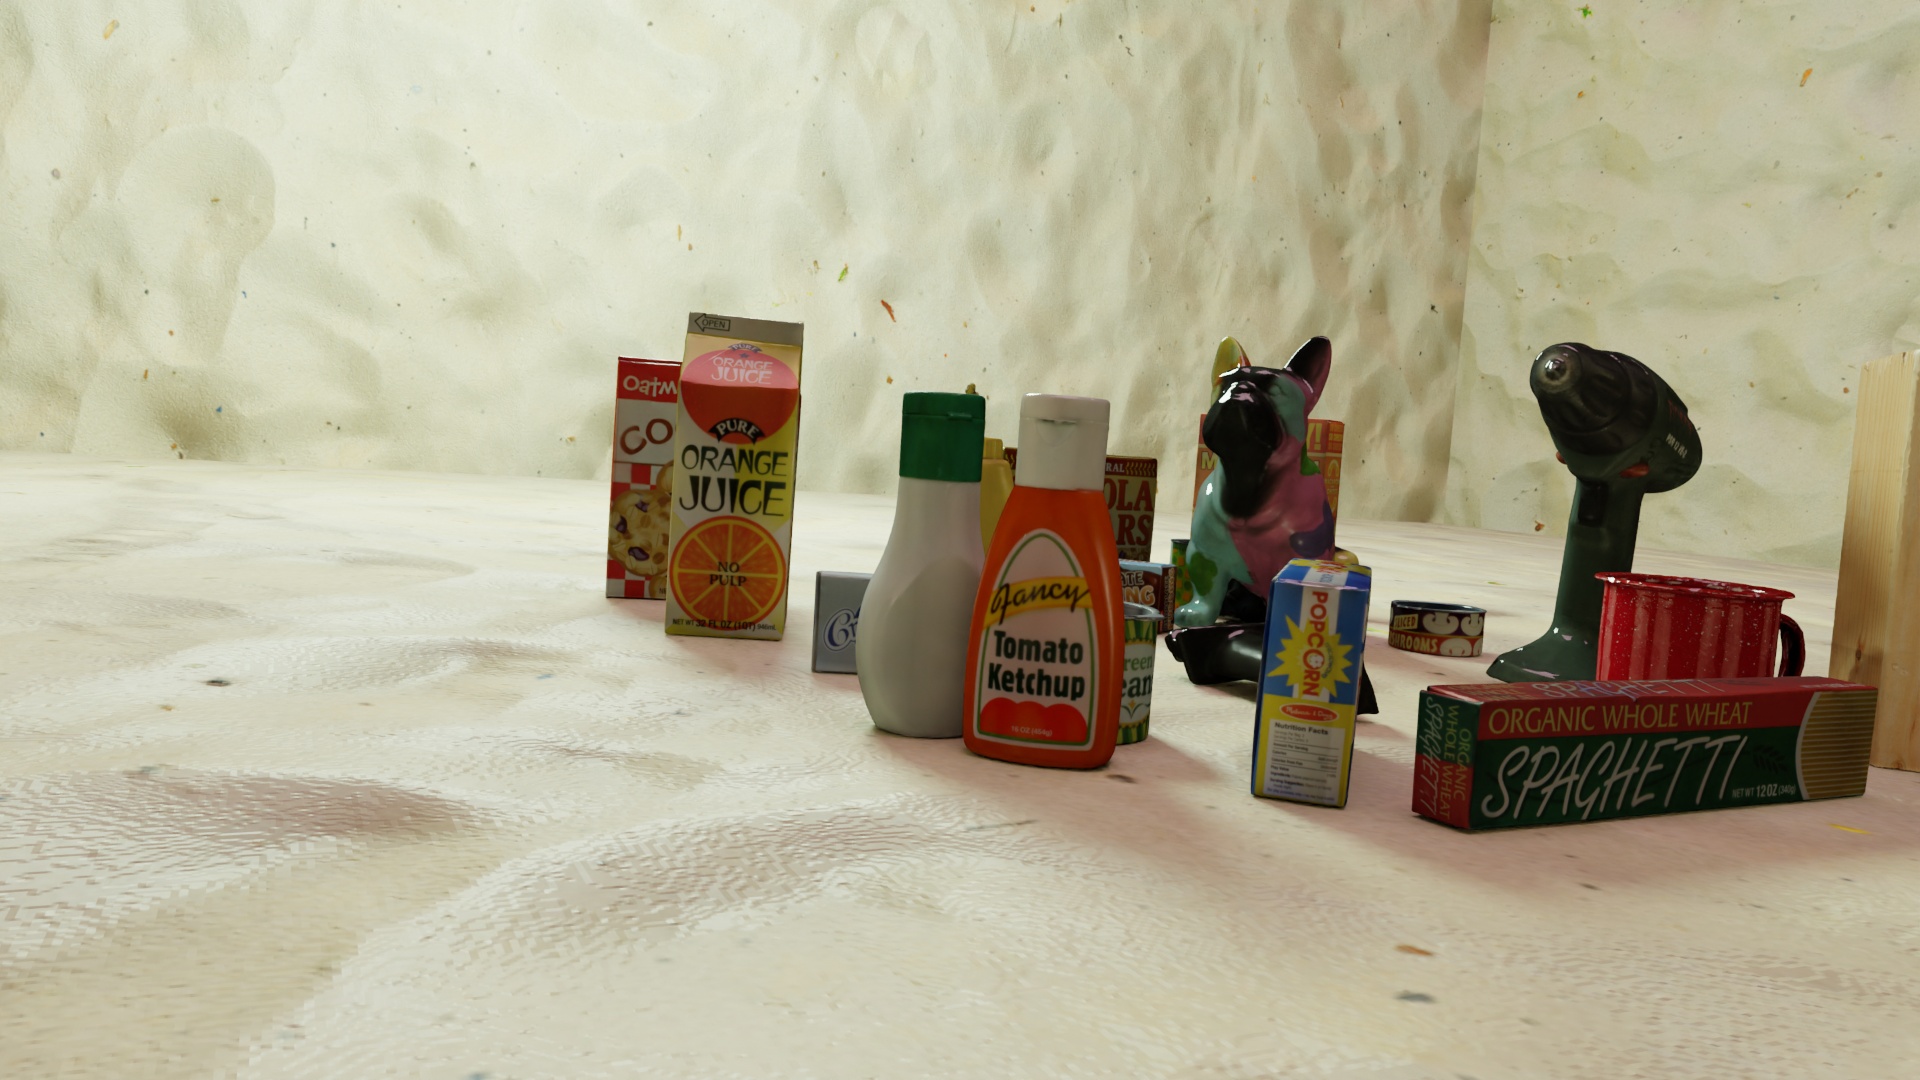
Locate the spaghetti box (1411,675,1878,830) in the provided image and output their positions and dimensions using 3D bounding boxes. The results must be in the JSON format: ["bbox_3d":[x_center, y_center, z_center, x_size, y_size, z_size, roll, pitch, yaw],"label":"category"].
[{"bbox_3d":[0.285,0.083,0.564,0.250,0.050,0.028,2,4,-28],"label":"spaghetti box"}]

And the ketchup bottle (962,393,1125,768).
[{"bbox_3d":[0.037,0.015,0.568,0.065,0.148,0.043,5,4,15],"label":"ketchup bottle"}]

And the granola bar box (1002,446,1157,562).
[{"bbox_3d":[0.081,-0.008,1.088,0.166,0.124,0.039,1,5,-39],"label":"granola bar box"}]

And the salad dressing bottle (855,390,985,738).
[{"bbox_3d":[-0.011,0.009,0.606,0.064,0.147,0.044,3,4,-23],"label":"salad dressing bottle"}]

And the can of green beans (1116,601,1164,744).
[{"bbox_3d":[0.055,0.058,0.630,0.071,0.057,0.071,4,4,0],"label":"can of green beans"}]

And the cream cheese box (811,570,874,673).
[{"bbox_3d":[-0.027,0.045,0.743,0.104,0.053,0.024,4,4,-8],"label":"cream cheese box"}]

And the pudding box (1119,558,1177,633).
[{"bbox_3d":[0.113,0.038,1.008,0.083,0.049,0.030,7,4,31],"label":"pudding box"}]

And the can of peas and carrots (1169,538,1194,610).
[{"bbox_3d":[0.205,0.030,1.136,0.071,0.058,0.071,4,4,0],"label":"can of peas and carrots"}]

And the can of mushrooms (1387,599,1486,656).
[{"bbox_3d":[0.343,0.063,1.005,0.071,0.033,0.071,4,4,0],"label":"can of mushrooms"}]

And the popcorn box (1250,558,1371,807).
[{"bbox_3d":[0.148,0.054,0.580,0.038,0.085,0.127,5,4,16],"label":"popcorn box"}]

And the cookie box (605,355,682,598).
[{"bbox_3d":[-0.184,-0.041,0.984,0.123,0.167,0.040,3,4,-13],"label":"cookie box"}]

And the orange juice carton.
[{"bbox_3d":[-0.136,-0.040,0.849,0.072,0.192,0.073,4,4,-6],"label":"orange juice carton"}]

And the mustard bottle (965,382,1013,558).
[{"bbox_3d":[0.003,-0.010,0.794,0.065,0.160,0.049,3,4,-25],"label":"mustard bottle"}]

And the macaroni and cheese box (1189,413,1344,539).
[{"bbox_3d":[0.266,-0.026,1.220,0.123,0.166,0.040,7,5,36],"label":"macaroni and cheese box"}]
